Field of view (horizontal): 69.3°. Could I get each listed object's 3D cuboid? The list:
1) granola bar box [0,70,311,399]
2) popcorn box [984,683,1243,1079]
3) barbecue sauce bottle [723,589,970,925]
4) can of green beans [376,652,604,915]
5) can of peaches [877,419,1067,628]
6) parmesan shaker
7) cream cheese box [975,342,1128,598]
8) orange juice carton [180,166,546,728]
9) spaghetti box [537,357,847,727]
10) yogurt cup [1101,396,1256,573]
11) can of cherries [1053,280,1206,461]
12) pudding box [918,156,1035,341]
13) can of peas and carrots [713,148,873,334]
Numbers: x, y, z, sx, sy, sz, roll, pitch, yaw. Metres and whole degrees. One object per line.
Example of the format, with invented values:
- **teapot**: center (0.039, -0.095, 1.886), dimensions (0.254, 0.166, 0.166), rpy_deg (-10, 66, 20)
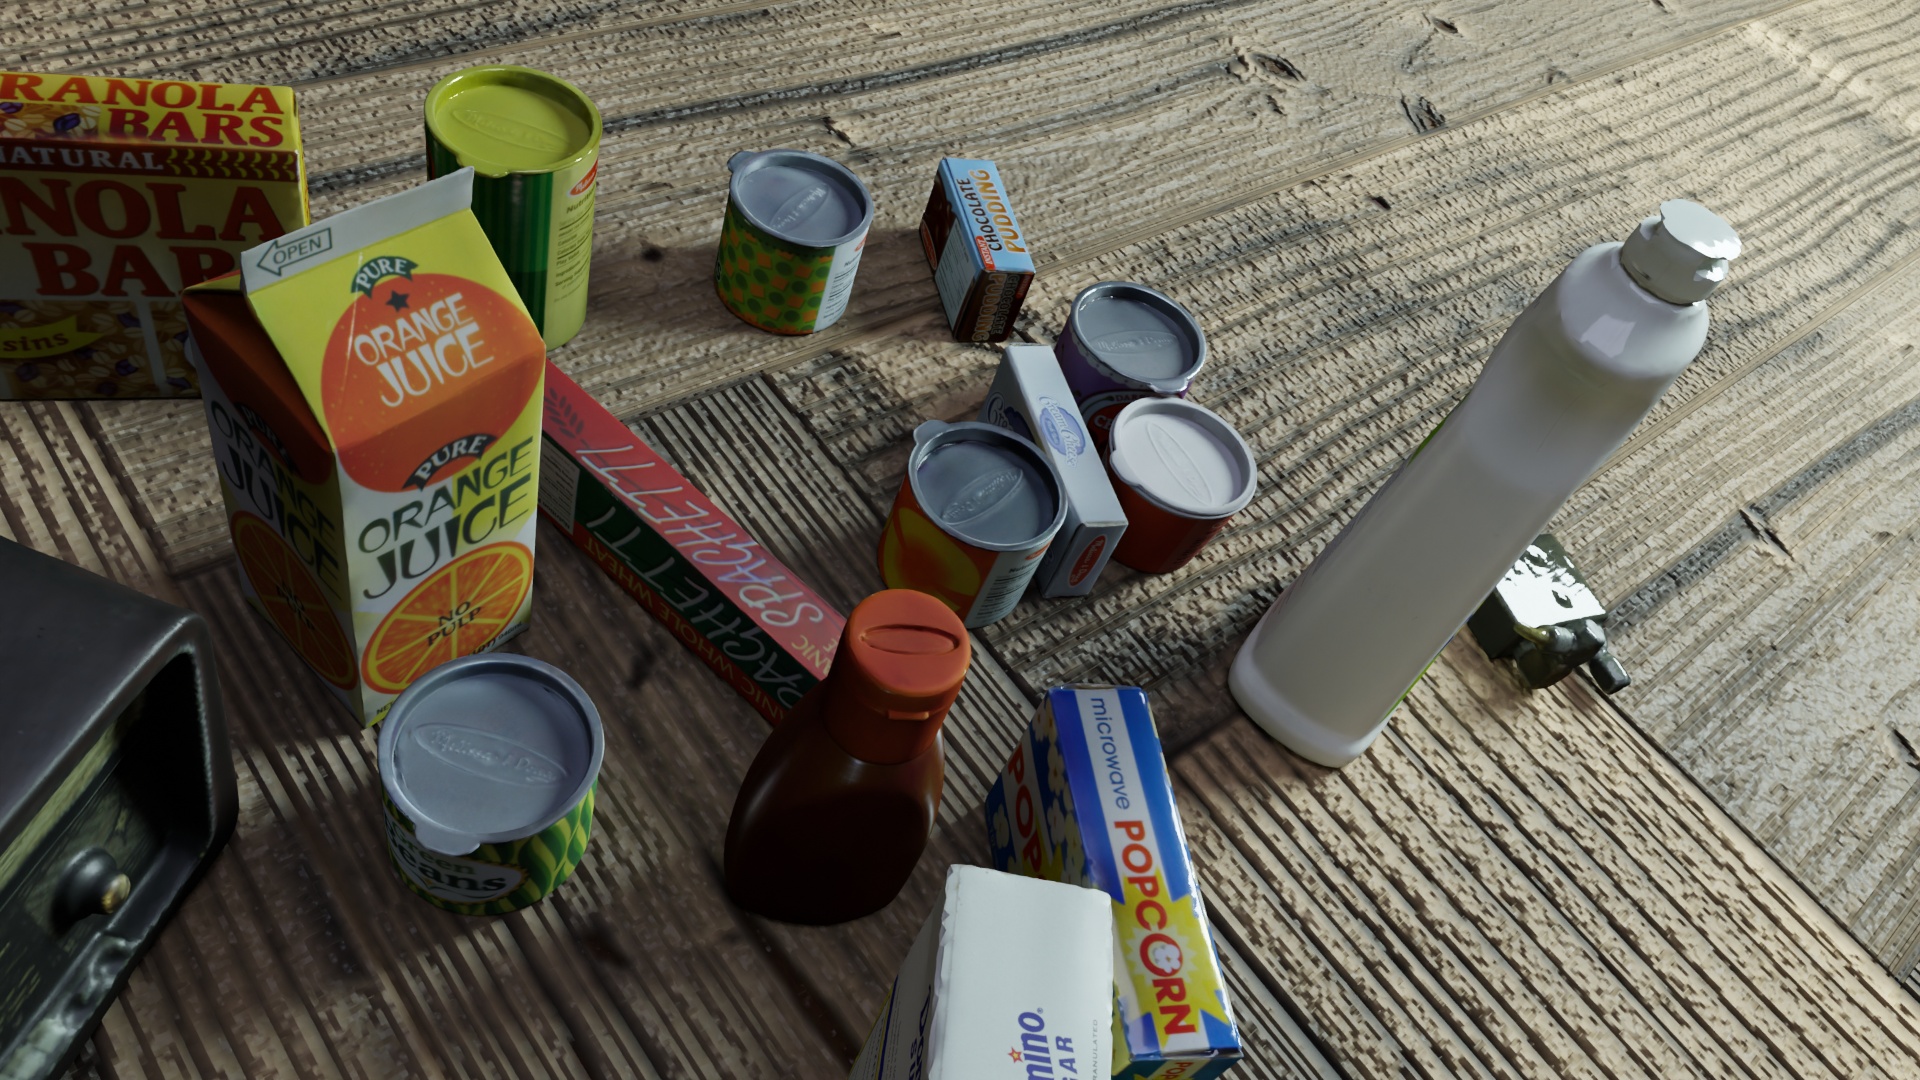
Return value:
- **granola bar box**: center (-0.320, -0.105, 0.493), dimensions (0.166, 0.123, 0.039), rpy_deg (-3, 54, -22)
- **popcorn box**: center (0.045, 0.123, 0.464), dimensions (0.038, 0.084, 0.127), rpy_deg (2, 52, -18)
- **barbecue sauce bottle**: center (-0.033, 0.072, 0.435), dimensions (0.065, 0.147, 0.044), rpy_deg (5, 51, -16)
- **can of green beans**: center (-0.151, 0.079, 0.448), dimensions (0.071, 0.057, 0.071), rpy_deg (10, 50, -12)
- **can of peaches**: center (0.002, -0.007, 0.572), dimensions (0.071, 0.057, 0.071), rpy_deg (10, 50, -12)
- **parmesan shaker**: center (-0.187, -0.132, 0.576), dimensions (0.071, 0.102, 0.072), rpy_deg (10, 50, -12)
- **cream cheese box**: center (0.037, -0.031, 0.607), dimensions (0.024, 0.053, 0.104), rpy_deg (-4, 54, -22)
- **orange juice carton**: center (-0.182, -0.031, 0.436), dimensions (0.073, 0.191, 0.072), rpy_deg (41, 51, 15)
- **spaghetti box**: center (-0.118, -0.003, 0.531), dimensions (0.250, 0.049, 0.029), rpy_deg (40, 51, 14)
- **yogurt cup**: center (0.090, -0.022, 0.618), dimensions (0.072, 0.053, 0.073), rpy_deg (10, 50, -12)
- **can of cherries**: center (0.075, -0.077, 0.653), dimensions (0.071, 0.058, 0.072), rpy_deg (10, 50, -12)
- **pudding box**: center (0.007, -0.145, 0.690), dimensions (0.030, 0.049, 0.084), rpy_deg (-2, 53, -21)
- **can of peas and carrots**: center (-0.081, -0.140, 0.649), dimensions (0.071, 0.058, 0.071), rpy_deg (10, 50, -12)
